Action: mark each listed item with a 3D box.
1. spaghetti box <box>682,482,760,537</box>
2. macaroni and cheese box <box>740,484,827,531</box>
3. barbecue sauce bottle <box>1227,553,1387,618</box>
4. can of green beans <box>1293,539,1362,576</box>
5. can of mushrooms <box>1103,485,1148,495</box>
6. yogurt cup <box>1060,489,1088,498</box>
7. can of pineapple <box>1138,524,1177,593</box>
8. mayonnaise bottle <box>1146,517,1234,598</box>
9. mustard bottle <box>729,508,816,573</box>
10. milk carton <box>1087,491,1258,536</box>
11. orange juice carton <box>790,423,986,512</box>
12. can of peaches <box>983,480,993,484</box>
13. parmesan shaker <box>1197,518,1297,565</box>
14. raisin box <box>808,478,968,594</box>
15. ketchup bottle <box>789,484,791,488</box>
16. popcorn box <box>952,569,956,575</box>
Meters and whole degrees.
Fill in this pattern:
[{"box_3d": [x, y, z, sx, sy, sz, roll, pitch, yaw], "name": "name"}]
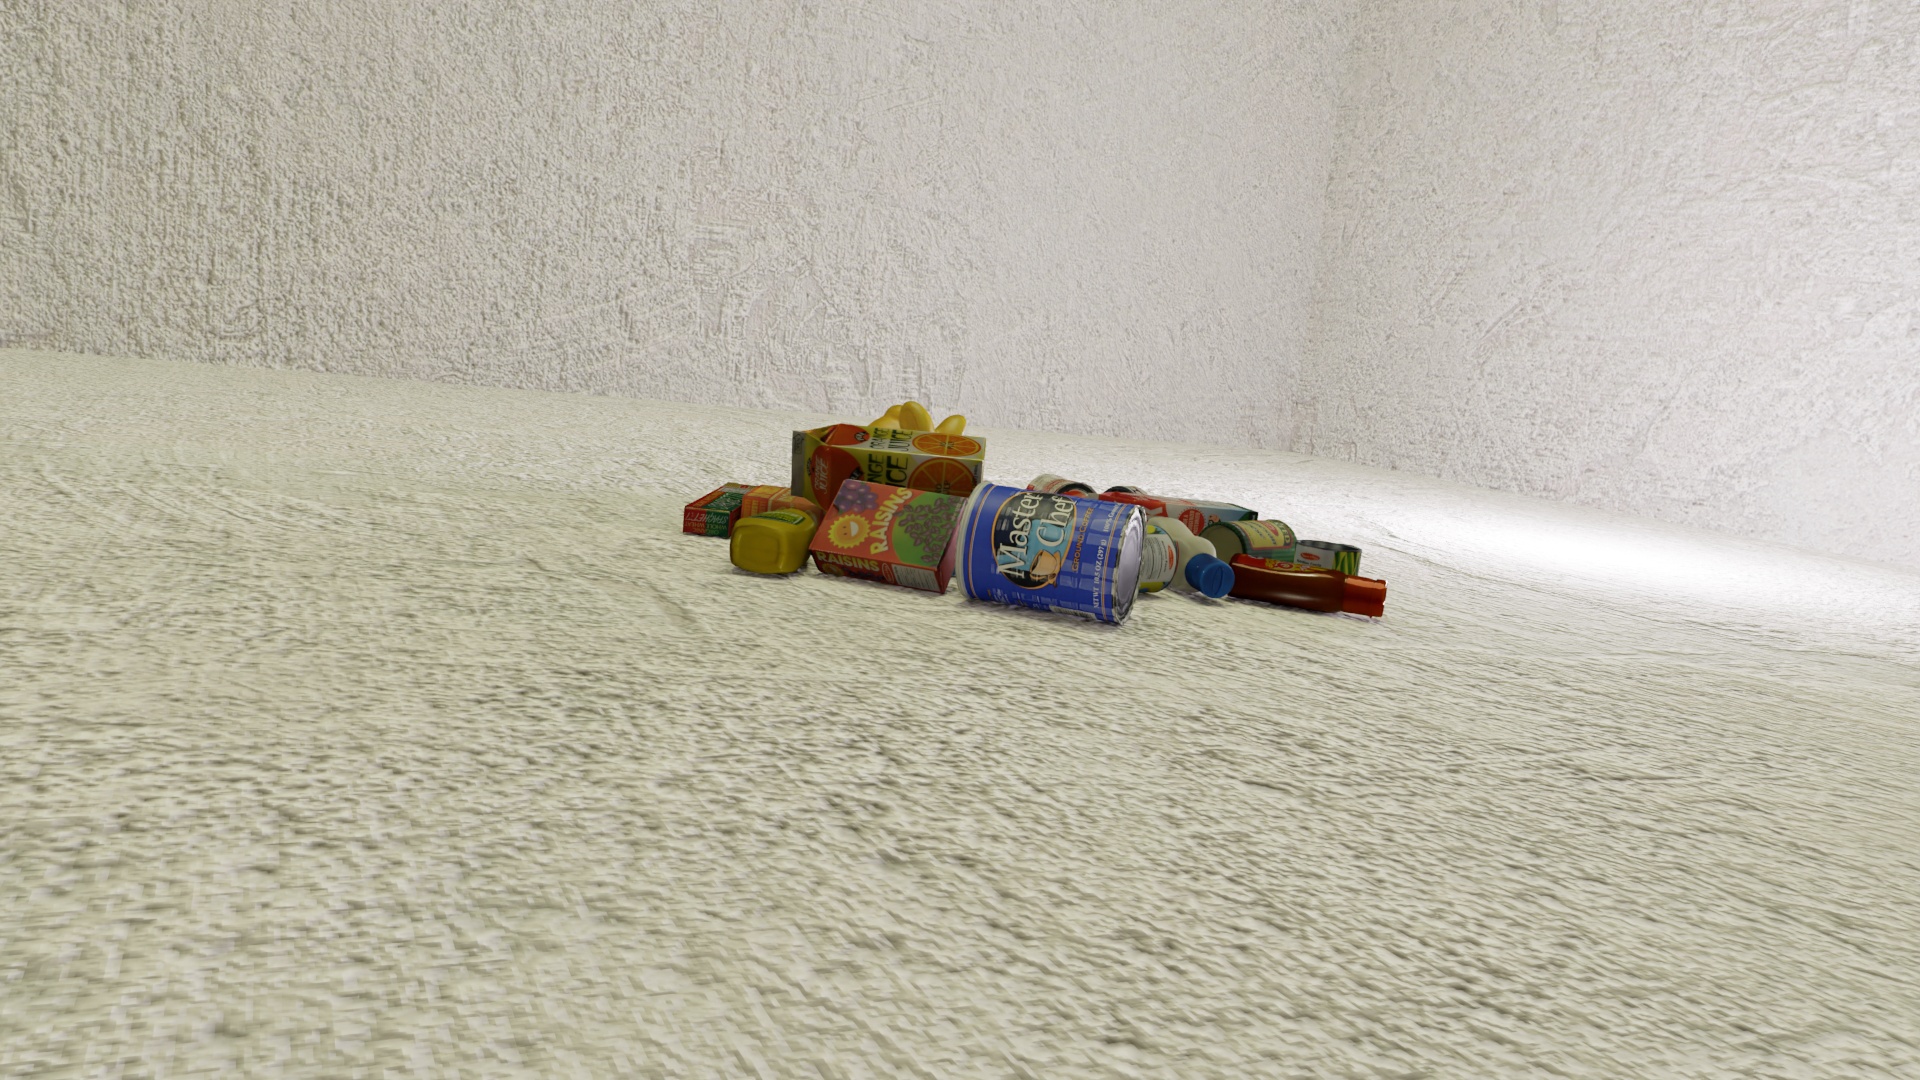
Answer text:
[{"box_3d": [-0.251, -0.036, 1.501, 0.050, 0.028, 0.250, 6, 8, 0], "name": "spaghetti box"}, {"box_3d": [-0.141, -0.025, 1.478, 0.166, 0.040, 0.124, 7, 8, 0], "name": "macaroni and cheese box"}, {"box_3d": [0.336, 0.045, 1.349, 0.148, 0.043, 0.065, 10, 8, 19], "name": "barbecue sauce bottle"}, {"box_3d": [0.369, 0.033, 1.407, 0.071, 0.057, 0.071, 6, 8, -1], "name": "can of green beans"}, {"box_3d": [0.206, -0.034, 1.720, 0.071, 0.071, 0.033, 12, 8, 37], "name": "can of mushrooms"}, {"box_3d": [0.115, -0.022, 1.576, 0.054, 0.072, 0.072, -9, 15, -34], "name": "yogurt cup"}, {"box_3d": [0.161, 0.018, 1.322, 0.058, 0.071, 0.071, -1, 10, -40], "name": "can of pineapple"}, {"box_3d": [0.223, 0.021, 1.376, 0.041, 0.064, 0.148, 6, 11, -17], "name": "mayonnaise bottle"}, {"box_3d": [-0.164, -0.003, 1.272, 0.065, 0.048, 0.160, 9, 8, 6], "name": "mustard bottle"}, {"box_3d": [0.228, -0.011, 1.555, 0.191, 0.072, 0.073, 5, 8, -14], "name": "milk carton"}, {"box_3d": [-0.073, -0.068, 1.385, 0.193, 0.071, 0.073, 5, 23, 0], "name": "orange juice carton"}, {"box_3d": [0.005, -0.035, 1.578, 0.058, 0.071, 0.071, 0, 10, -36], "name": "can of peaches"}, {"box_3d": [0.306, 0.013, 1.478, 0.071, 0.071, 0.103, 14, 11, 43], "name": "parmesan shaker"}, {"box_3d": [-0.061, -0.005, 1.242, 0.123, 0.086, 0.040, 9, -35, 20], "name": "raisin box"}, {"box_3d": [-0.131, -0.044, 1.603, 0.149, 0.043, 0.065, 11, 5, 32], "name": "ketchup bottle"}, {"box_3d": [-0.061, 0.003, 1.347, 0.085, 0.038, 0.127, 3, 9, -25], "name": "popcorn box"}]
